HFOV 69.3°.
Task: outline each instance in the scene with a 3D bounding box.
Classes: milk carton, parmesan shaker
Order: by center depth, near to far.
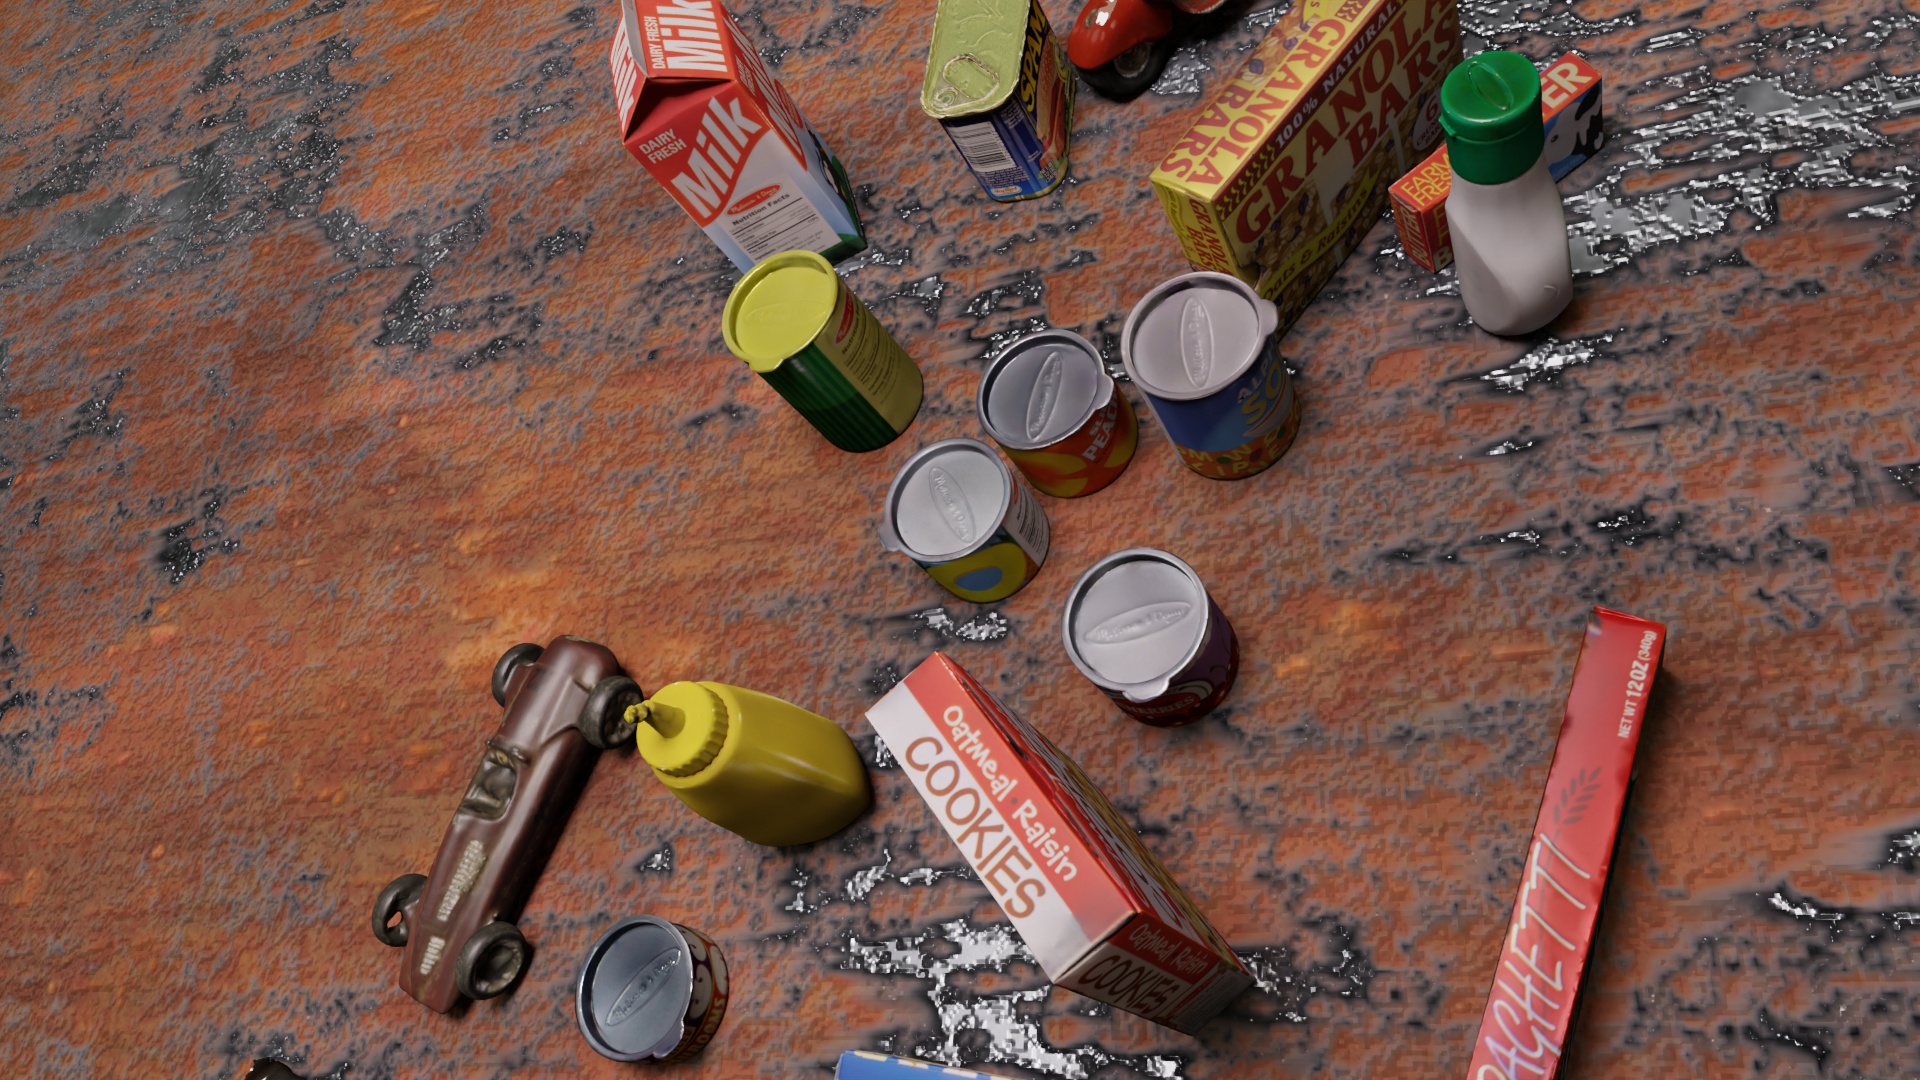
[{"bbox_3d":[-0.071,-0.095,0.735,0.071,0.103,0.071,-11,62,21],"label":"parmesan shaker"},{"bbox_3d":[-0.132,-0.227,0.776,0.073,0.190,0.072,-25,58,13],"label":"milk carton"}]

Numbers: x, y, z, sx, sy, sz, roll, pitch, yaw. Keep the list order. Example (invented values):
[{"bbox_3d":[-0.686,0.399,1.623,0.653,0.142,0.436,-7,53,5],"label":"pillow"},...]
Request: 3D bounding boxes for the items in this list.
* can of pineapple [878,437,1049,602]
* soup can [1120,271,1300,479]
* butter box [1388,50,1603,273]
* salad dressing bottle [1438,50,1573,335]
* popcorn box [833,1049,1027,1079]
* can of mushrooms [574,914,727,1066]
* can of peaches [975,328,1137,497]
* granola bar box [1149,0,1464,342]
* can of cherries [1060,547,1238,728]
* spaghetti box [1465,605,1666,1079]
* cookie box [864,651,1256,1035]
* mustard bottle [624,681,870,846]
[{"bbox_3d":[0.002,-0.009,0.685,0.071,0.057,0.071,-11,62,21],"label":"can of pineapple"},{"bbox_3d":[0.121,-0.075,0.646,0.071,0.083,0.071,-11,62,21],"label":"soup can"},{"bbox_3d":[0.253,-0.176,0.652,0.103,0.053,0.024,-37,56,5],"label":"butter box"},{"bbox_3d":[0.230,-0.143,0.590,0.044,0.147,0.064,-28,57,11],"label":"salad dressing bottle"},{"bbox_3d":[0.022,0.230,0.541,0.126,0.085,0.038,0,66,25],"label":"popcorn box"},{"bbox_3d":[-0.145,0.216,0.659,0.071,0.033,0.071,-11,62,21],"label":"can of mushrooms"},{"bbox_3d":[0.051,-0.061,0.688,0.071,0.058,0.071,-11,62,21],"label":"can of peaches"},{"bbox_3d":[0.171,-0.190,0.655,0.039,0.124,0.165,36,85,34],"label":"granola bar box"},{"bbox_3d":[0.085,0.047,0.618,0.071,0.058,0.072,-11,62,21],"label":"can of cherries"},{"bbox_3d":[0.217,0.148,0.511,0.029,0.050,0.251,13,72,30],"label":"spaghetti box"},{"bbox_3d":[0.043,0.121,0.536,0.040,0.167,0.123,-42,56,2],"label":"cookie box"},{"bbox_3d":[-0.099,0.095,0.620,0.065,0.160,0.049,-29,57,10],"label":"mustard bottle"}]
